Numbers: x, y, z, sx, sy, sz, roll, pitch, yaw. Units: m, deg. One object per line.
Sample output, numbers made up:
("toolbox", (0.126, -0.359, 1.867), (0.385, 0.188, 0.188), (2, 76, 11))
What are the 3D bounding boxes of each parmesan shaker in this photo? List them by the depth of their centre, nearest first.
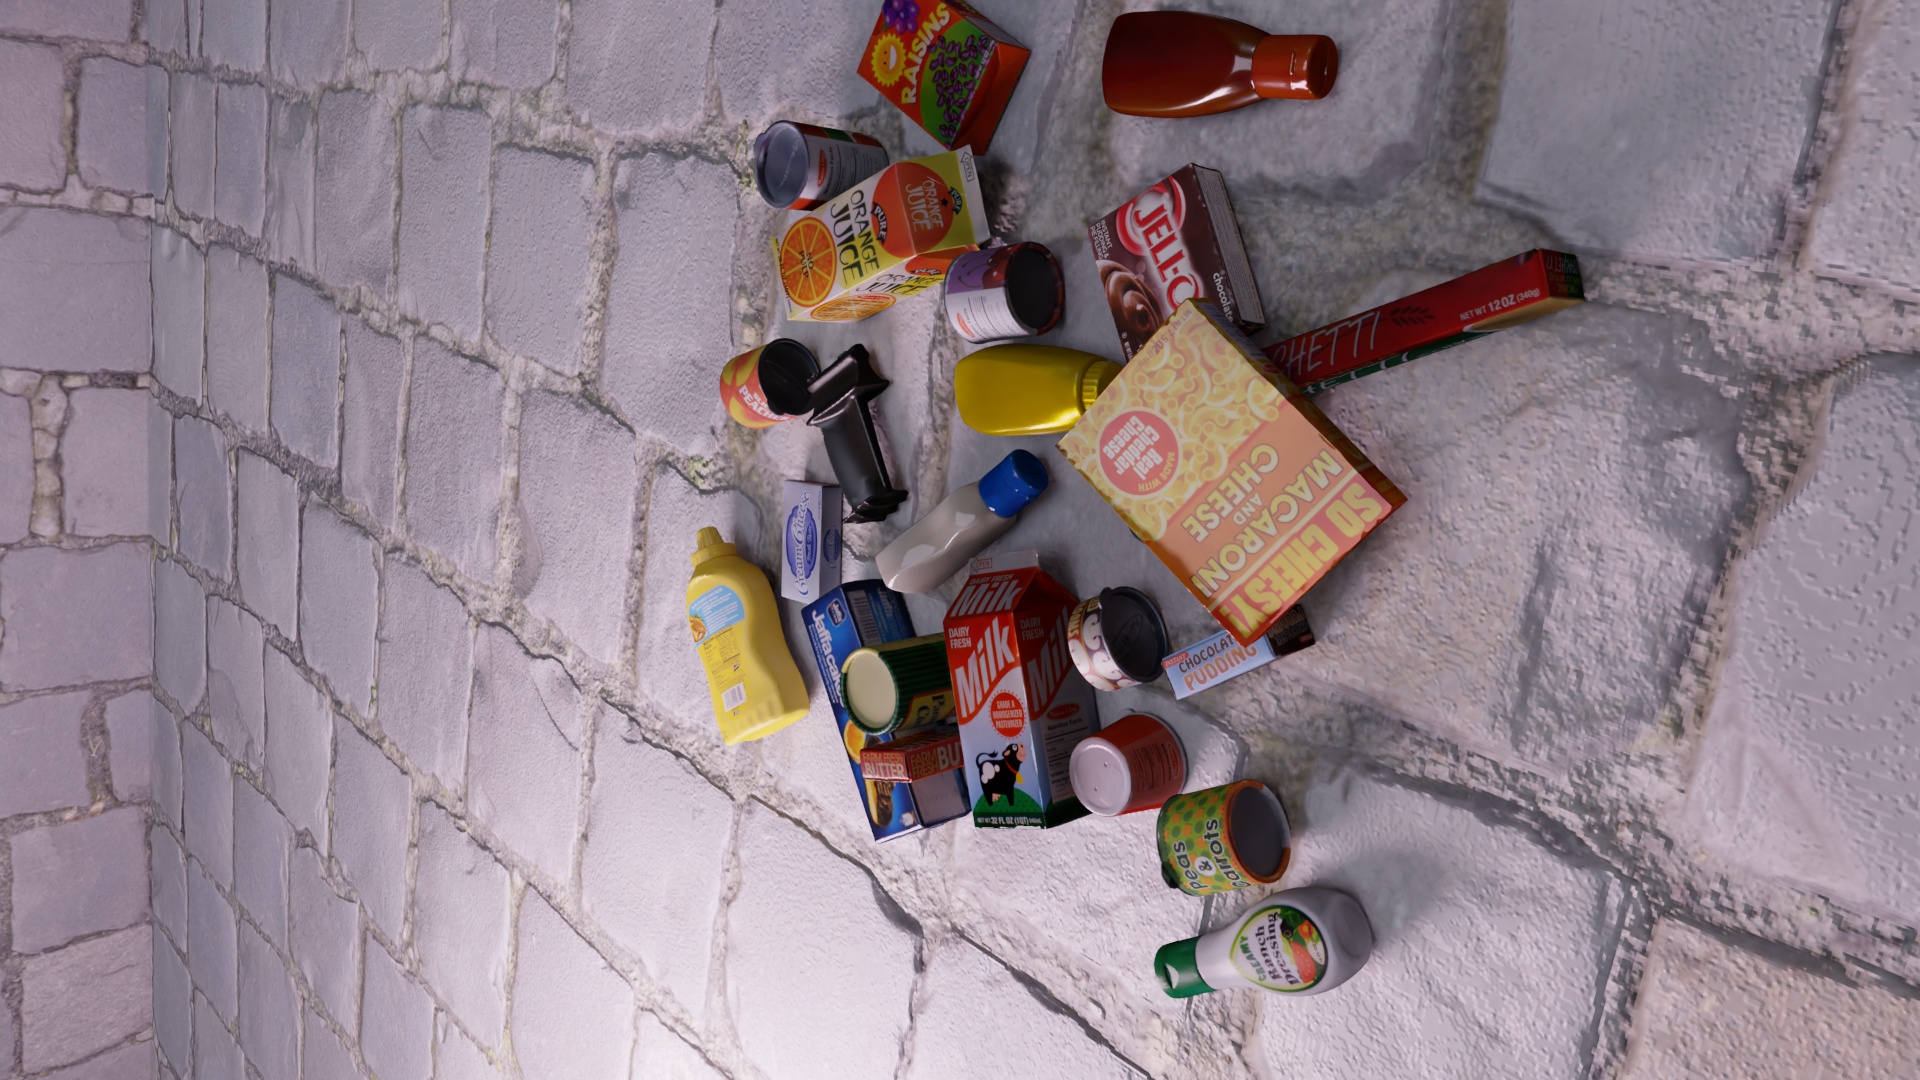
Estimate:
("parmesan shaker", (-0.033, 0.106, 1.043), (0.071, 0.103, 0.071), (7, 100, 44))

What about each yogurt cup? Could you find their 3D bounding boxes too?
("yogurt cup", (0.111, 0.155, 0.942), (0.072, 0.054, 0.072), (7, 101, 43))

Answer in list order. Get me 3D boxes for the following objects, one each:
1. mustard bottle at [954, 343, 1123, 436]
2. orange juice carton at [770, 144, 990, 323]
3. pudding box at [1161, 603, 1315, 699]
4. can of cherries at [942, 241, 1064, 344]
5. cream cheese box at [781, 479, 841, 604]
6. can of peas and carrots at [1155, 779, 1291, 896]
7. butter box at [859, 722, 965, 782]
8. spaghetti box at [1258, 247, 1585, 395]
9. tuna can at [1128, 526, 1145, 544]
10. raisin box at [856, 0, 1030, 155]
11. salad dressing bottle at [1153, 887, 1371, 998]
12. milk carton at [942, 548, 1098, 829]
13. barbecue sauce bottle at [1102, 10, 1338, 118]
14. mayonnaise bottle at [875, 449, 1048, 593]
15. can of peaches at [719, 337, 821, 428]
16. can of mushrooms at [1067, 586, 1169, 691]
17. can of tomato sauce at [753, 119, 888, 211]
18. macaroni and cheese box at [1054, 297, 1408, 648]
("mustard bottle", (0.067, -0.103, 0.959), (0.160, 0.049, 0.065), (8, 111, 43))
("orange juice carton", (-0.052, -0.227, 1.044), (0.192, 0.073, 0.072), (-16, 83, 44))
("pudding box", (0.174, 0.070, 0.874), (0.083, 0.050, 0.030), (-32, 75, 42))
("can of cherries", (0.032, -0.176, 0.975), (0.058, 0.072, 0.071), (-1, 94, 44))
("cream cheese box", (-0.126, 0.001, 1.177), (0.053, 0.024, 0.103), (10, 102, 45))
("can of peas and carrots", (0.166, 0.190, 0.881), (0.058, 0.071, 0.071), (-25, 78, 42))
("butter box", (-0.021, 0.157, 1.036), (0.053, 0.104, 0.024), (-6, 92, 44))
("spaghetti box", (0.227, -0.111, 0.802), (0.249, 0.050, 0.028), (-17, 82, 44))
("tuna can", (0.143, -0.013, 0.881), (0.071, 0.071, 0.032), (30, 115, 38))
("raisin box", (-0.015, -0.350, 1.018), (0.124, 0.040, 0.085), (48, 126, 31))
("salad dressing bottle", (0.189, 0.263, 0.886), (0.147, 0.044, 0.064), (-31, 72, 42))
("milk carton", (0.044, 0.103, 0.988), (0.072, 0.073, 0.190), (-11, 87, 45))
("barbecue sauce bottle", (0.157, -0.292, 0.854), (0.148, 0.044, 0.064), (18, 108, 41))
("mayonnaise bottle", (0.004, -0.013, 1.025), (0.147, 0.065, 0.041), (-40, 64, 35))
("can of peaches", (-0.160, -0.129, 1.163), (0.058, 0.071, 0.071), (-11, 87, 45))
("can of mushrooms", (0.104, 0.064, 0.928), (0.033, 0.071, 0.071), (-25, 77, 45))
("can of tomato sauce", (-0.109, -0.290, 1.085), (0.071, 0.083, 0.071), (6, 99, 44))
("macaroni and cheese box", (0.155, -0.041, 0.810), (0.167, 0.040, 0.123), (49, 117, 14))
